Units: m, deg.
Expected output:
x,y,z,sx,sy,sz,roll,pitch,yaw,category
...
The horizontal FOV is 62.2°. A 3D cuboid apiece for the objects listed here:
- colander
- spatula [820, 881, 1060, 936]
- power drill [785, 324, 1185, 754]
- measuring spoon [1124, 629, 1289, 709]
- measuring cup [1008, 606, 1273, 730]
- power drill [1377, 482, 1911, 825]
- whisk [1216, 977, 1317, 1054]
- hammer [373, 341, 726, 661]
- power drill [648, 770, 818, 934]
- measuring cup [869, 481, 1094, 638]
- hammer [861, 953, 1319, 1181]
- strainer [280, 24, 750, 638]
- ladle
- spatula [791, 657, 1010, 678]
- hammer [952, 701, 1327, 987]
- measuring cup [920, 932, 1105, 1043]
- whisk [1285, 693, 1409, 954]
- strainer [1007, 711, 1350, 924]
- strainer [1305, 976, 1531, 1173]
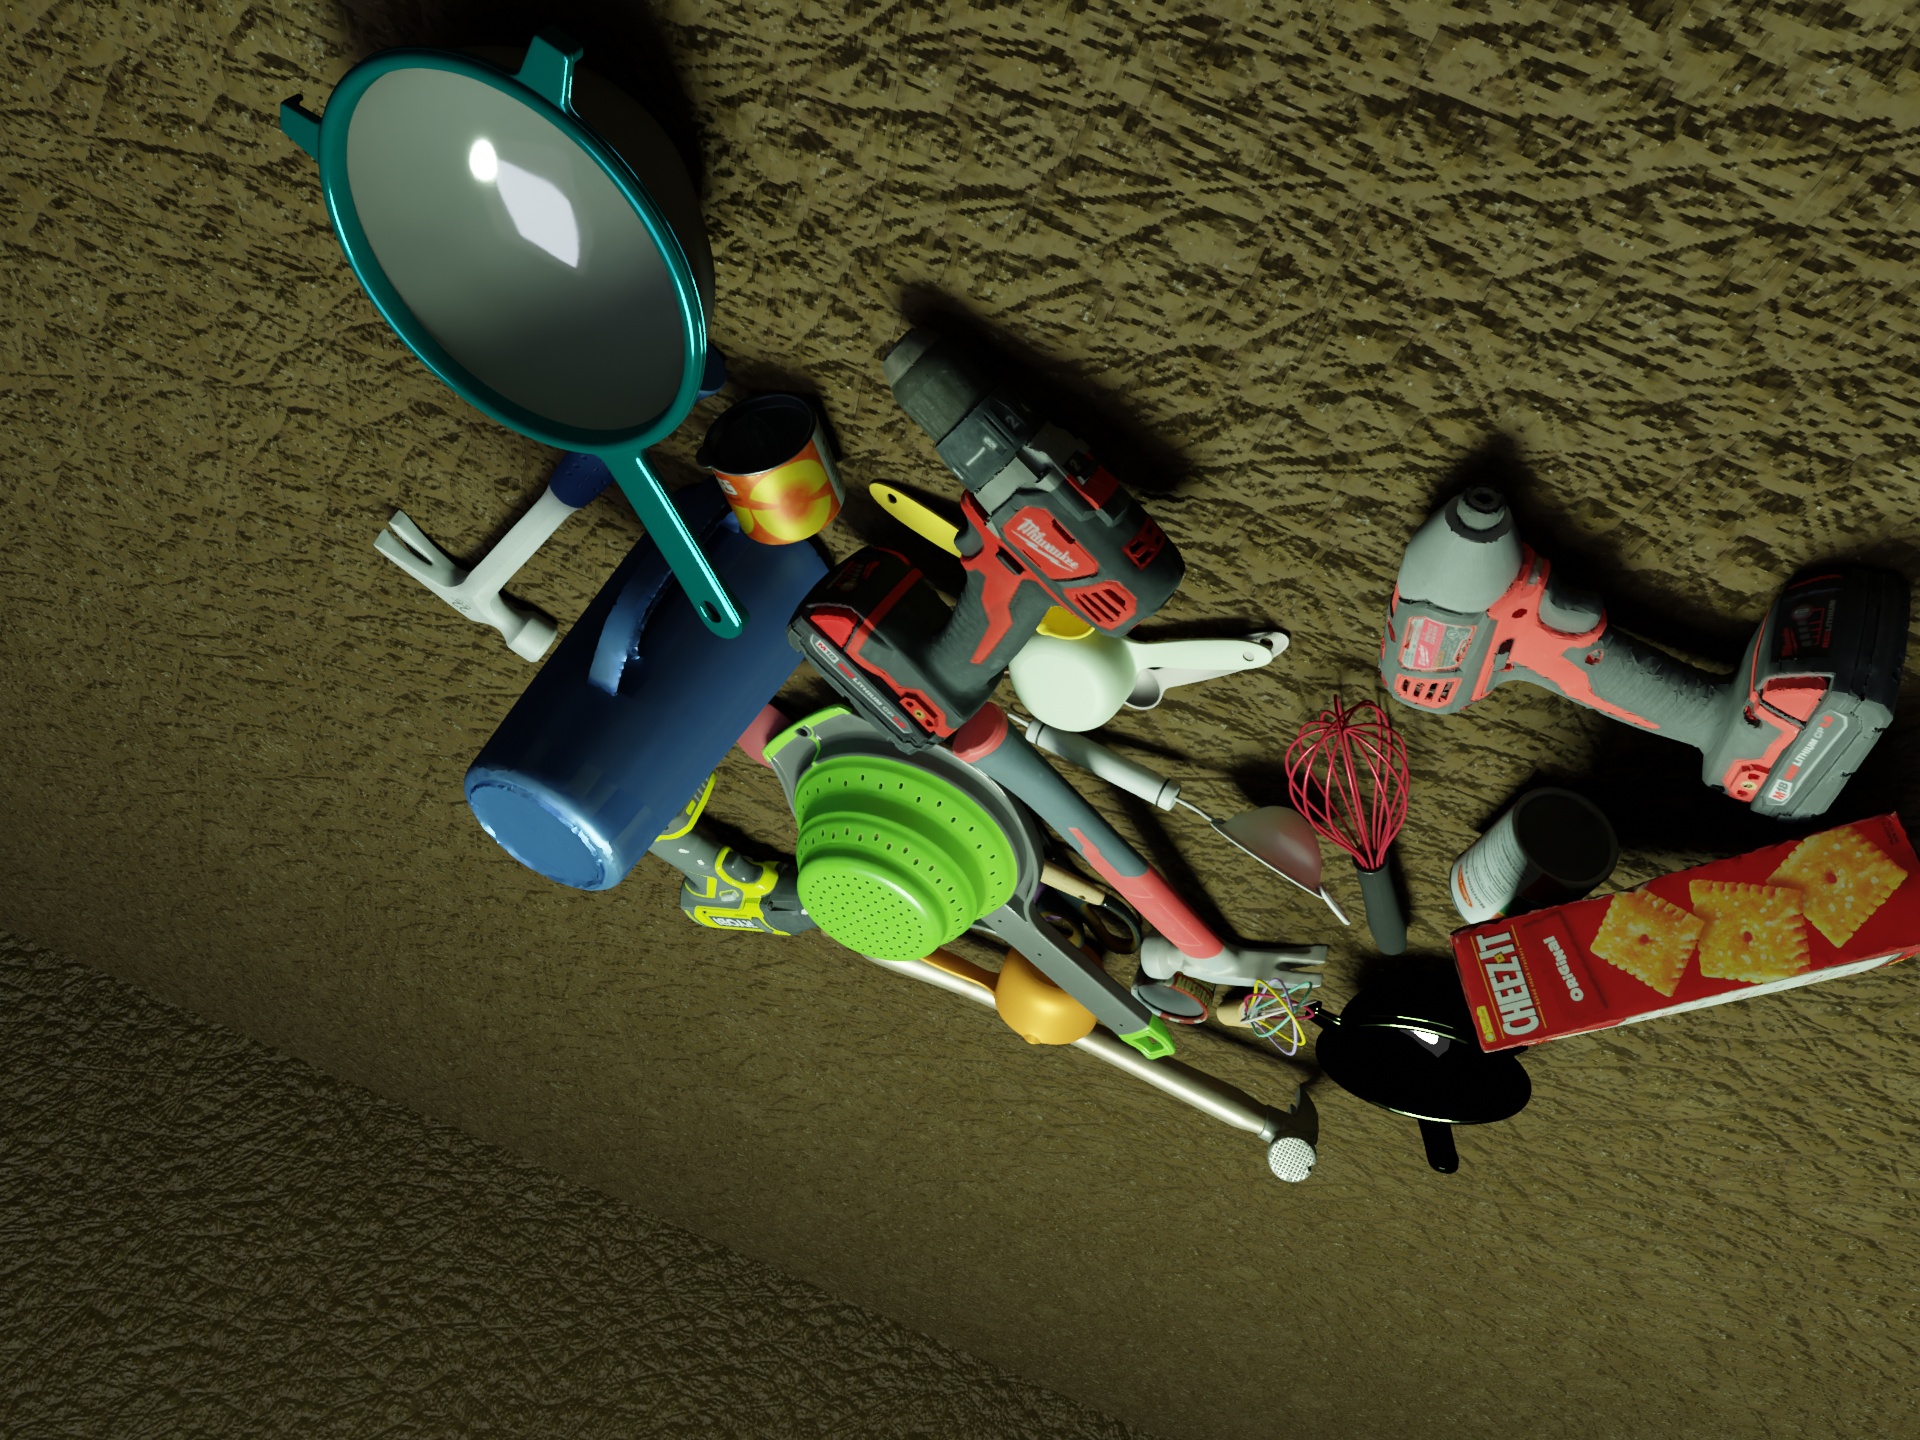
x,y,z,sx,sy,sz,roll,pitch,yaw,category
0.008,0.157,1.161,0.396,0.095,0.204,42,139,-18,colander
-0.018,0.164,1.350,0.316,0.018,0.059,-16,130,46,spatula
-0.007,-0.093,0.866,0.188,0.080,0.226,45,141,-8,power drill
0.143,-0.036,0.944,0.124,0.018,0.034,-18,114,40,measuring spoon
0.101,-0.029,0.932,0.168,0.038,0.083,0,125,37,measuring cup
0.317,-0.039,0.760,0.220,0.079,0.143,18,149,16,power drill
0.221,0.214,1.185,0.047,0.051,0.245,28,171,4,whisk
-0.263,-0.146,1.028,0.144,0.035,0.405,36,147,-20,hammer
-0.212,0.108,1.347,0.171,0.080,0.223,-1,145,37,power drill
0.018,-0.103,0.921,0.156,0.029,0.062,32,145,9,measuring cup
0.107,0.264,1.348,0.411,0.038,0.146,24,-170,8,hammer
-0.172,-0.195,0.811,0.211,0.095,0.340,3,137,33,strainer
-0.036,0.065,1.185,0.315,0.031,0.069,26,146,2,ladle
-0.102,-0.028,1.091,0.317,0.044,0.082,1,158,30,spatula
0.120,0.096,1.078,0.143,0.038,0.385,-1,150,34,hammer
0.036,0.198,1.299,0.173,0.095,0.052,21,128,7,measuring cup
0.254,0.077,0.996,0.073,0.073,0.295,7,150,26,whisk
0.142,0.050,1.027,0.258,0.050,0.087,27,-175,17,strainer
0.356,0.262,1.196,0.151,0.069,0.256,4,144,26,strainer
